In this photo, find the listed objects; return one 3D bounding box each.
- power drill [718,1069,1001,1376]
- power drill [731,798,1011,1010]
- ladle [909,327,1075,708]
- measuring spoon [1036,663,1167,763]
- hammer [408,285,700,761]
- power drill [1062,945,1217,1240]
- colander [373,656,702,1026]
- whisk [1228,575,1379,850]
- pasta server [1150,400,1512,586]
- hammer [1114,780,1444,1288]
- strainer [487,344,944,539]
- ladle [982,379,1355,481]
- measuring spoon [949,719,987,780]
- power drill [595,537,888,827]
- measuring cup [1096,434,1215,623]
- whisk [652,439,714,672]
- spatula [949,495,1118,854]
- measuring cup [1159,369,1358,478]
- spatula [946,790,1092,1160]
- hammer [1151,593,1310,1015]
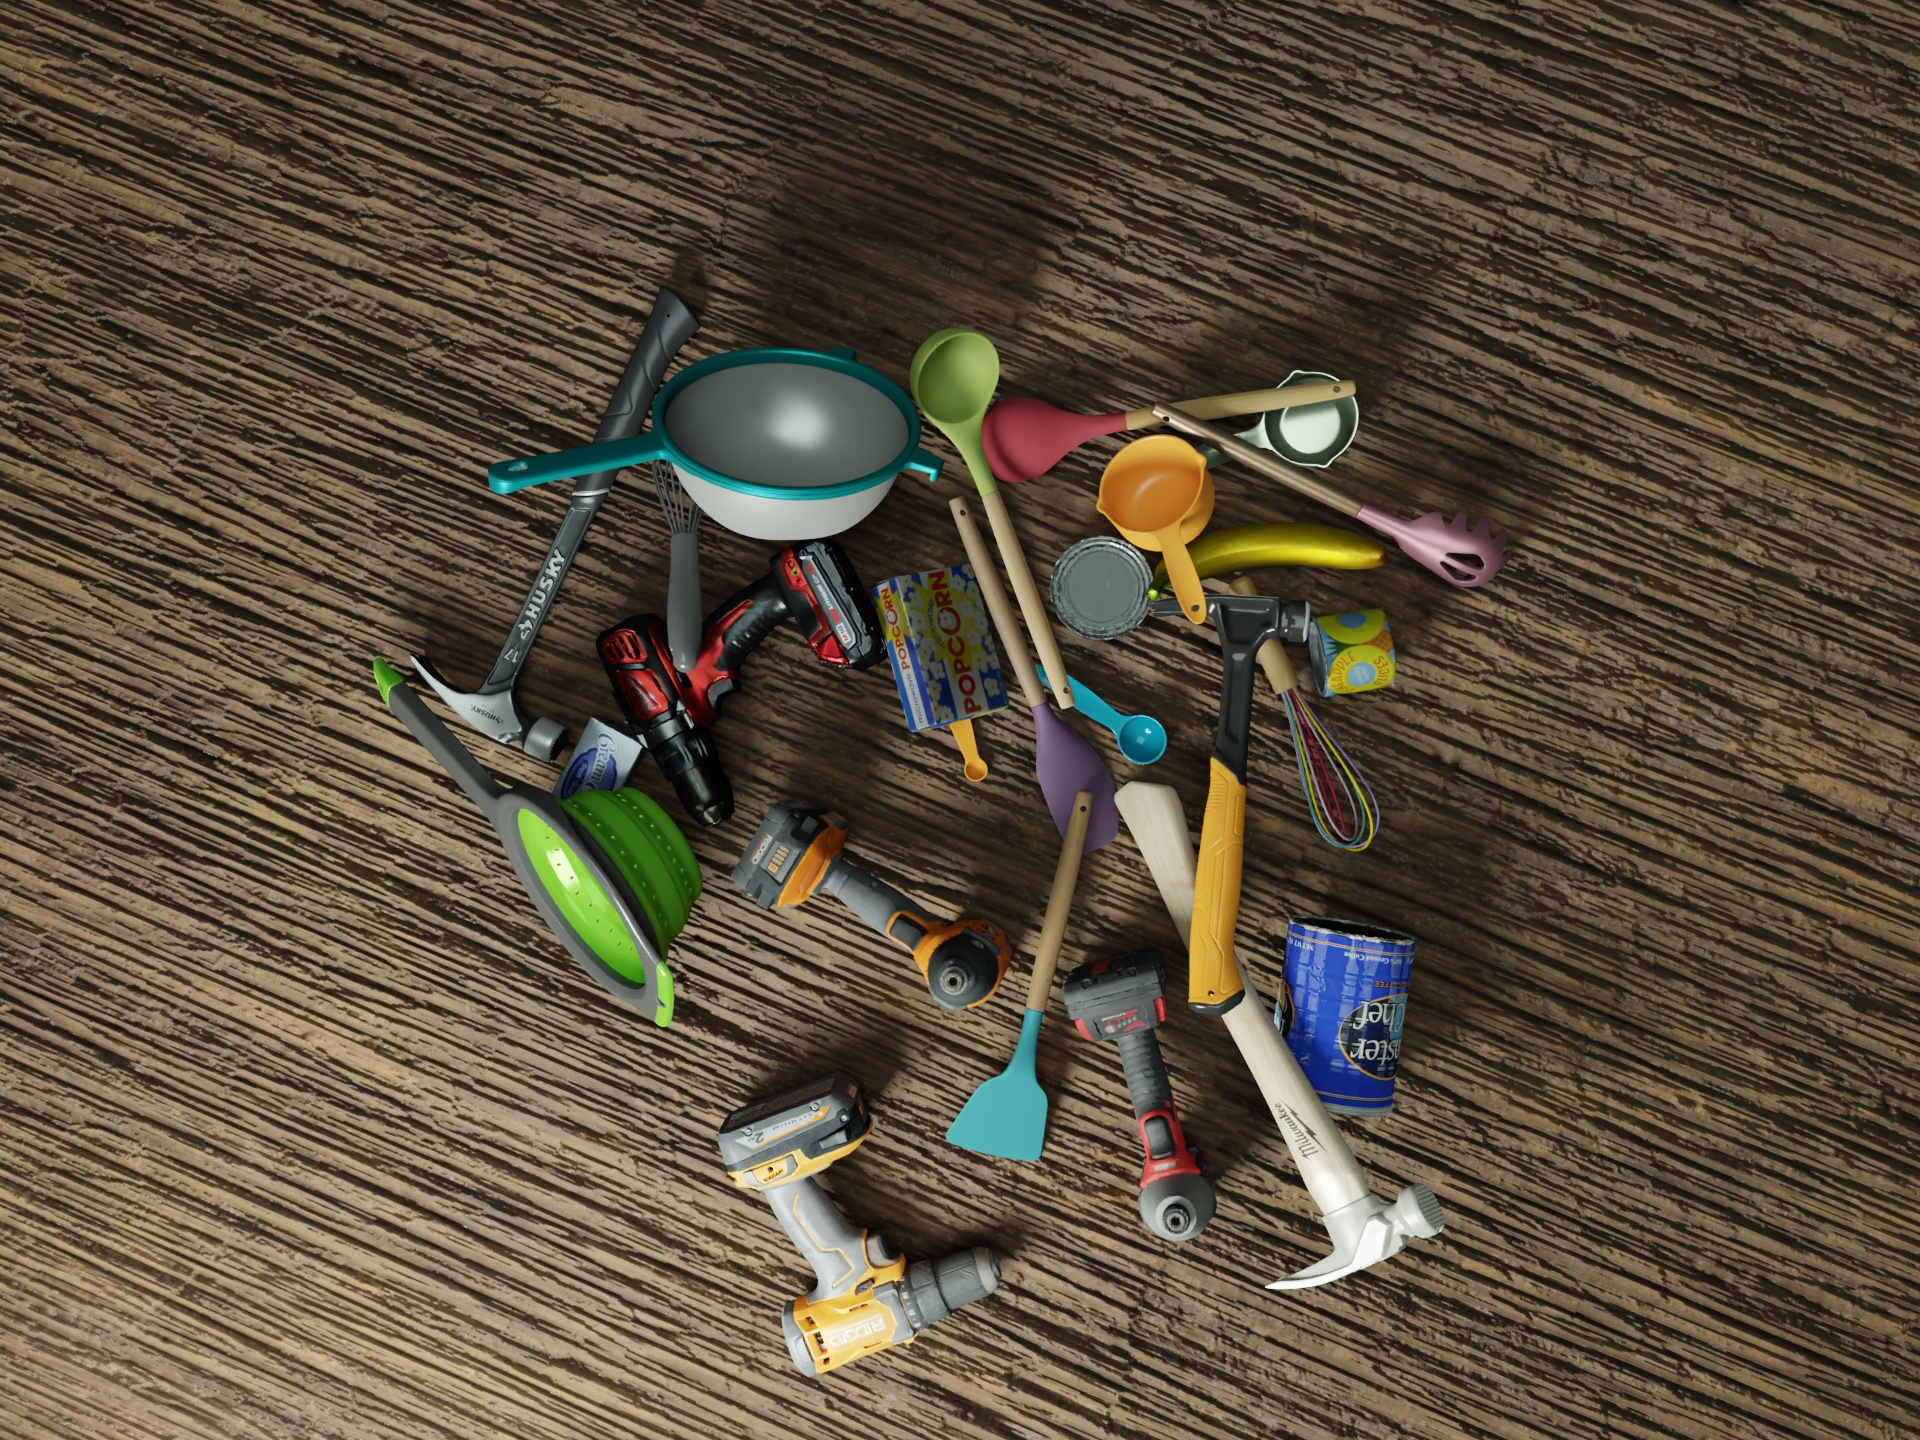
[{"bbox_3d":[-0.084,0.411,1.319,0.185,0.084,0.226,-21,93,3],"label":"power drill"},{"bbox_3d":[-0.065,0.153,1.274,0.226,0.164,0.084,31,93,5],"label":"power drill"},{"bbox_3d":[0.038,-0.162,1.290,0.078,0.062,0.320,-21,93,-20],"label":"ladle"},{"bbox_3d":[0.119,-0.011,1.335,0.129,0.021,0.042,36,111,12],"label":"measuring spoon"},{"bbox_3d":[-0.327,-0.178,1.353,0.149,0.036,0.409,25,91,4],"label":"hammer"},{"bbox_3d":[0.151,0.301,1.271,0.078,0.143,0.220,-16,87,8],"label":"power drill"},{"bbox_3d":[-0.331,0.068,1.298,0.094,0.204,0.397,-36,70,-30],"label":"colander"},{"bbox_3d":[0.276,-0.004,1.312,0.051,0.047,0.245,-23,84,-8],"label":"whisk"},{"bbox_3d":[0.299,-0.186,1.285,0.316,0.040,0.060,26,130,-1],"label":"pasta server"},{"bbox_3d":[0.216,0.234,1.255,0.146,0.038,0.411,-38,65,28],"label":"hammer"},{"bbox_3d":[-0.197,-0.192,1.254,0.340,0.095,0.211,-15,47,-22],"label":"strainer"},{"bbox_3d":[0.162,-0.248,1.301,0.315,0.031,0.069,-7,95,11],"label":"ladle"},{"bbox_3d":[-0.002,-0.004,1.346,0.021,0.011,0.117,-19,86,2],"label":"measuring spoon"},{"bbox_3d":[-0.172,-0.034,1.324,0.226,0.080,0.188,-27,88,6],"label":"power drill"},{"bbox_3d":[0.172,-0.144,1.273,0.095,0.052,0.174,-23,64,17],"label":"measuring cup"},{"bbox_3d":[-0.226,-0.144,1.297,0.055,0.055,0.239,-7,64,4],"label":"whisk"},{"bbox_3d":[0.058,-0.039,1.322,0.060,0.018,0.316,-24,96,-10],"label":"spatula"},{"bbox_3d":[0.247,-0.232,1.318,0.167,0.038,0.083,-18,88,16],"label":"measuring cup"},{"bbox_3d":[0.065,0.213,1.325,0.082,0.044,0.317,14,89,-5],"label":"spatula"},{"bbox_3d":[0.201,0.062,1.254,0.127,0.034,0.337,4,75,11],"label":"hammer"}]
